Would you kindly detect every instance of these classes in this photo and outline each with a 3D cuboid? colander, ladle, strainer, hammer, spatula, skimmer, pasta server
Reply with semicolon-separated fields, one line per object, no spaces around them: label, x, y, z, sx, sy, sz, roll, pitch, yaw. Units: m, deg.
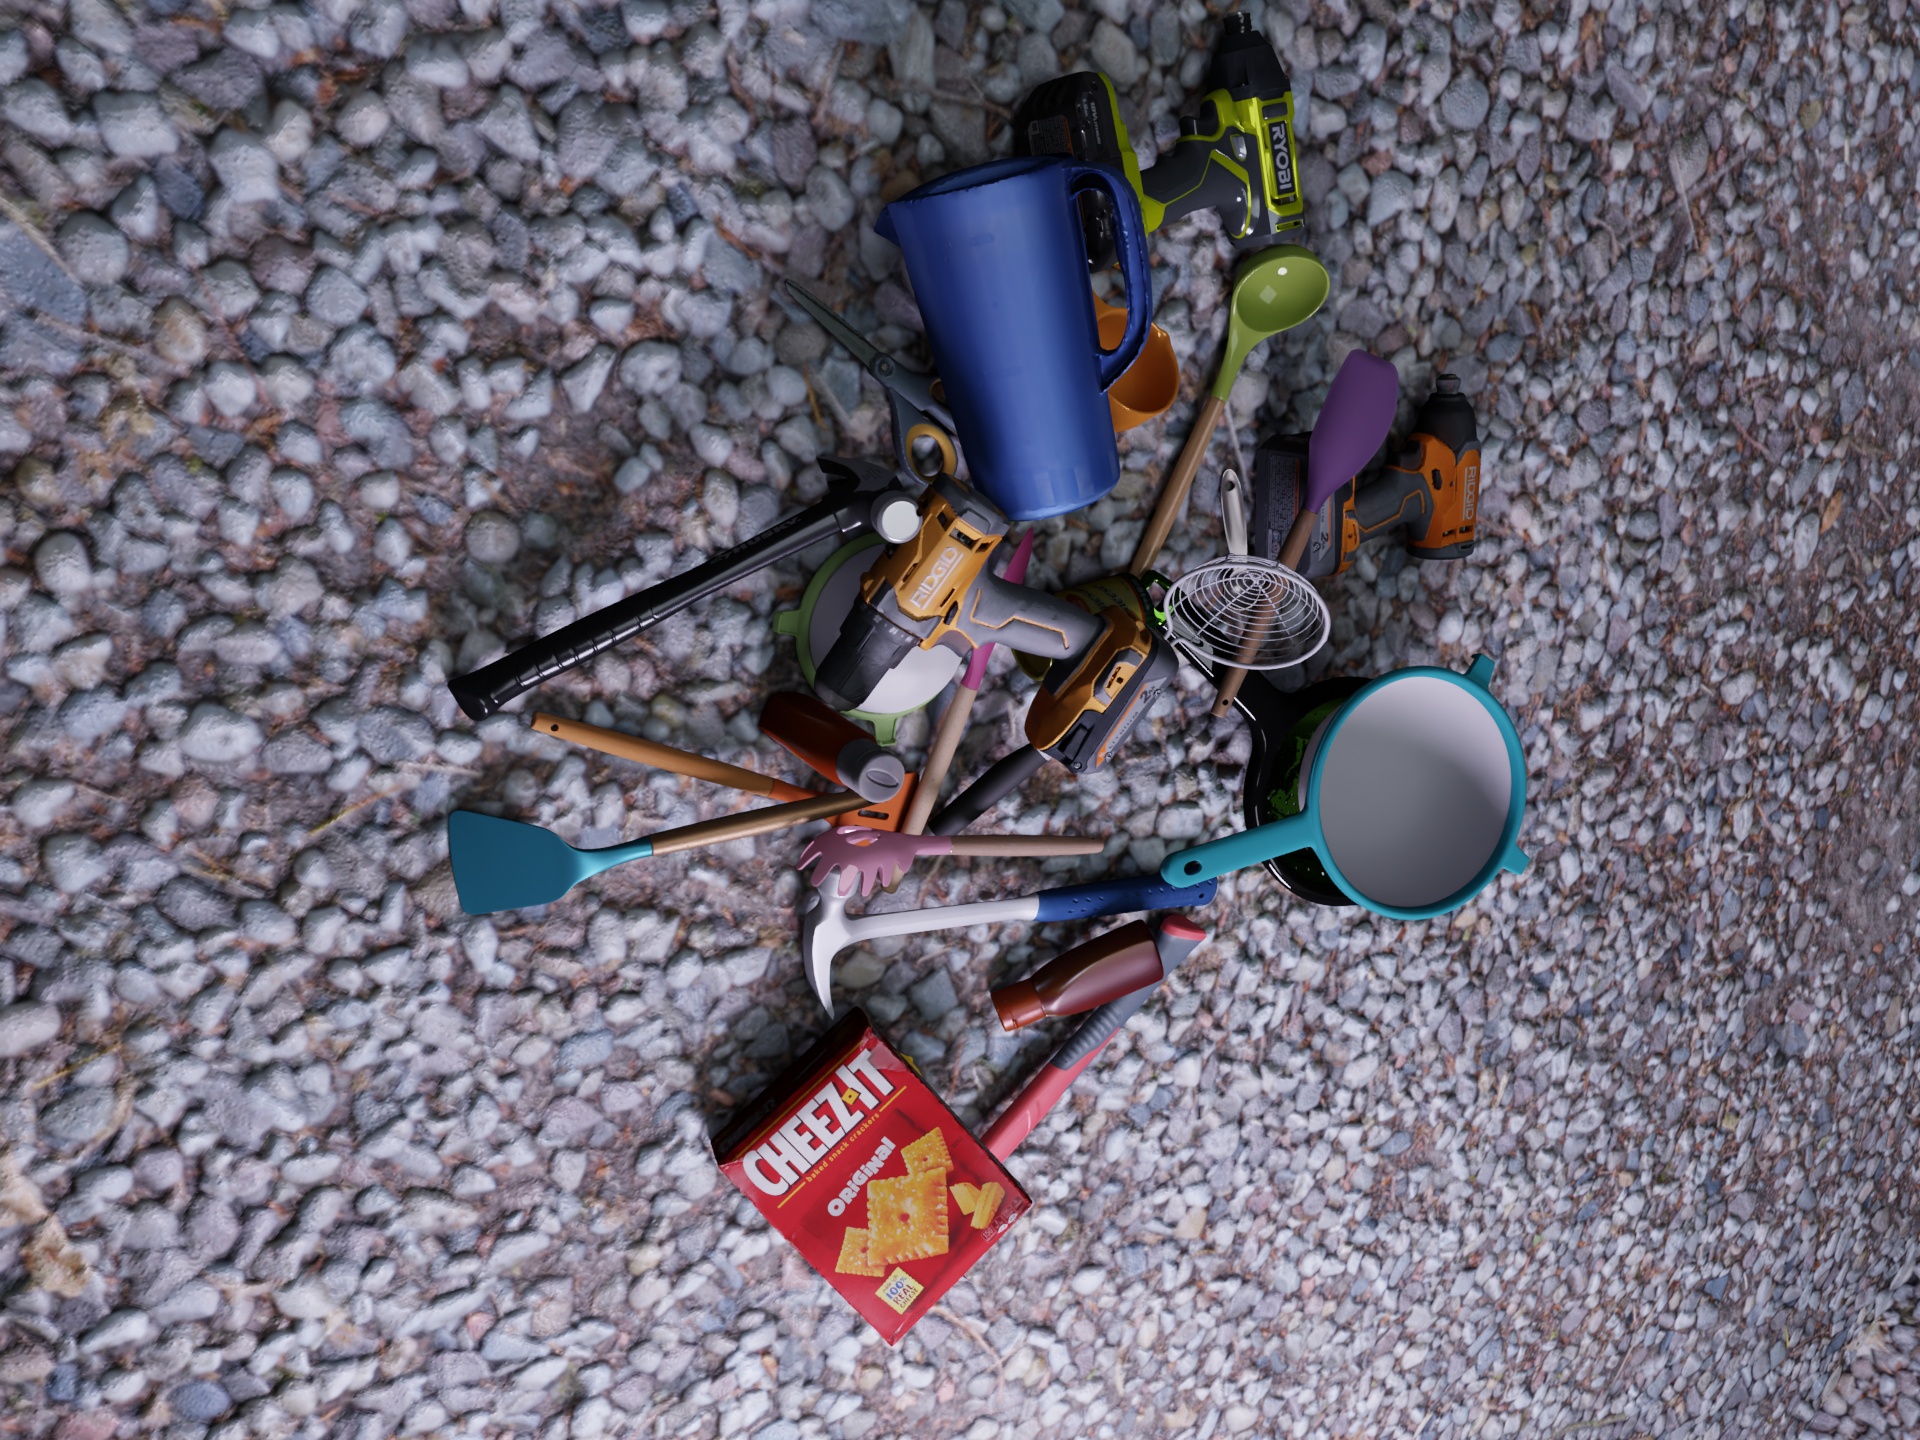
colander;0.272;0.007;1.408;0.396;0.094;0.204;43;81;-20
ladle;0.206;-0.236;1.299;0.078;0.062;0.320;19;99;-34
strainer;-0.007;-0.101;1.211;0.256;0.069;0.151;-45;123;-8
hammer;0.089;0.331;1.431;0.386;0.038;0.143;-46;134;-12
spatula;-0.205;0.080;1.161;0.317;0.044;0.082;-11;114;-24
skimmer;0.121;0.000;1.251;0.363;0.090;0.127;-39;127;7
strainer;0.306;0.074;1.330;0.340;0.095;0.211;-16;99;-16
hammer;0.050;0.163;1.348;0.405;0.035;0.144;-3;119;-32
spatula;0.276;-0.147;1.298;0.059;0.018;0.316;22;100;-10
pasta server;0.005;0.106;1.270;0.316;0.060;0.040;4;116;-44
spatula;-0.169;0.041;1.196;0.322;0.041;0.081;19;98;-30
hammer;-0.194;-0.090;1.092;0.335;0.146;0.035;-28;119;-7

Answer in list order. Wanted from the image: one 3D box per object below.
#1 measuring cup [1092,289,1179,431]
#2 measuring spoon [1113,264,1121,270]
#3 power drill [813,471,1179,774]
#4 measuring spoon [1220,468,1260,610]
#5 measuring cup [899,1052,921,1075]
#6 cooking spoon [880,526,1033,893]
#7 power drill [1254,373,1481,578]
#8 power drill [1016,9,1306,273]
measuring cup;0.093;-0.299;1.218;0.173;0.052;0.095;51;56;-7
measuring spoon;0.100;-0.368;1.220;0.116;0.011;0.021;17;88;-37
power drill;0.021;-0.046;1.150;0.226;0.084;0.185;32;103;-24
measuring spoon;0.235;-0.156;1.370;0.034;0.018;0.124;-12;106;-11
measuring cup;-0.036;0.349;1.372;0.062;0.029;0.156;-39;122;-13
cooking spoon;-0.002;-0.004;1.256;0.017;0.069;0.319;24;105;6
power drill;0.365;-0.212;1.387;0.226;0.084;0.164;-12;110;-30
power drill;0.157;-0.429;1.188;0.223;0.080;0.171;-22;109;-29
